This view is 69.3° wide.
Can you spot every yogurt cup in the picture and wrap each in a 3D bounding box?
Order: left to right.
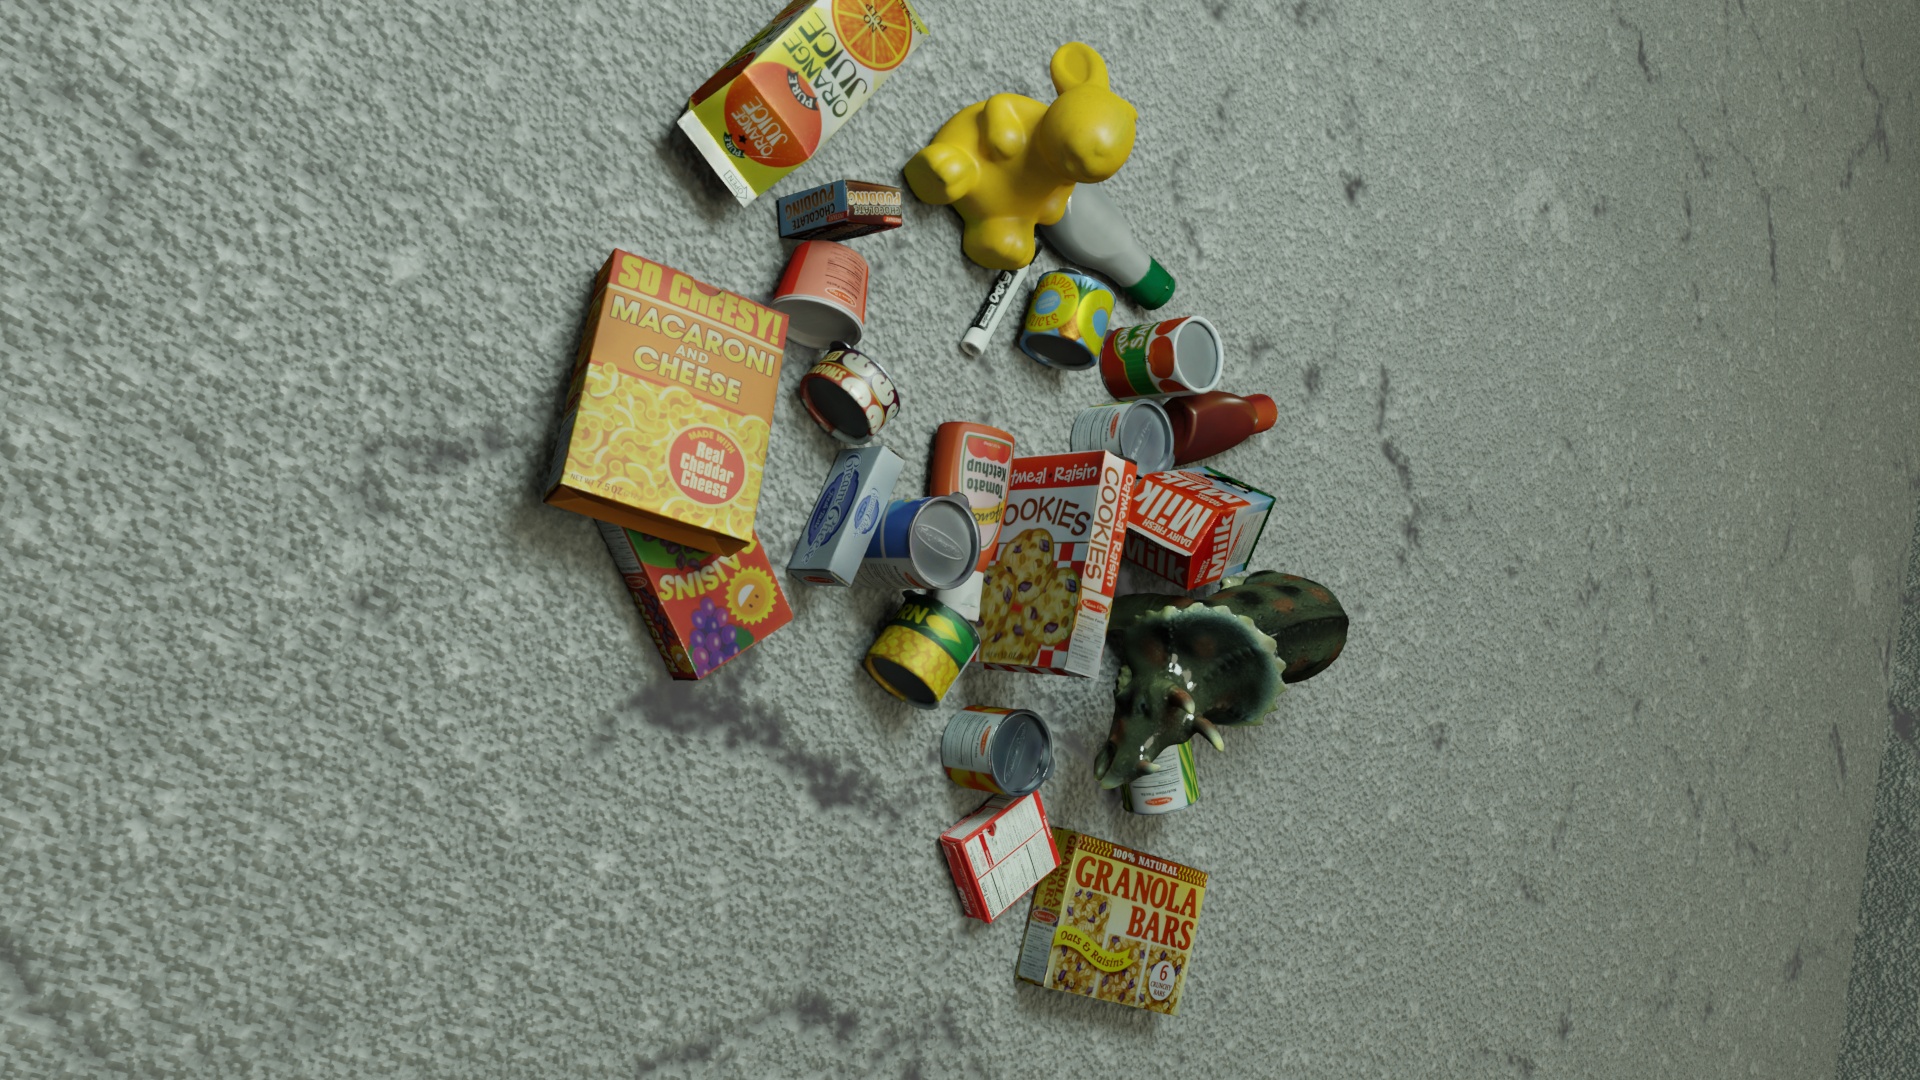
[{"bbox_3d":[-0.096,-0.173,0.969,0.072,0.072,0.054,27,63,-36],"label":"yogurt cup"}]

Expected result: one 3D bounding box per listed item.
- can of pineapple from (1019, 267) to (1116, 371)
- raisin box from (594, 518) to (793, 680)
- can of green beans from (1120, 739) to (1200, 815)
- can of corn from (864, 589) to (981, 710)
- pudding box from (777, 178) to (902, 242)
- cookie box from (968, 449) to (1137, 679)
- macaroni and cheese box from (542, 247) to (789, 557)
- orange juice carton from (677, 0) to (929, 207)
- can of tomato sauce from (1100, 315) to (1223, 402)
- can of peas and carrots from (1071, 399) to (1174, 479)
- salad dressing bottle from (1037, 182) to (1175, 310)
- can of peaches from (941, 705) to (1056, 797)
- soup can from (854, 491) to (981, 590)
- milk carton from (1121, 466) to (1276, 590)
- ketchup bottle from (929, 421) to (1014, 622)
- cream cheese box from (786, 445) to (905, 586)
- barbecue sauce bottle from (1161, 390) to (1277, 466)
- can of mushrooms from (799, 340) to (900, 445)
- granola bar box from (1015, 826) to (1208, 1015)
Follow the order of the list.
[{"bbox_3d":[0.085,-0.177,1.118,0.071,0.071,0.058,29,71,-36],"label":"can of pineapple"},{"bbox_3d":[-0.174,0.018,0.912,0.086,0.040,0.123,-34,109,-37],"label":"raisin box"},{"bbox_3d":[0.165,0.193,1.174,0.071,0.071,0.057,-16,99,-39],"label":"can of green beans"},{"bbox_3d":[-0.030,0.080,1.014,0.071,0.071,0.058,50,60,-27],"label":"can of corn"},{"bbox_3d":[-0.084,-0.229,0.967,0.050,0.083,0.030,-5,95,-41],"label":"pudding box"},{"bbox_3d":[0.064,0.017,1.058,0.040,0.123,0.168,22,75,-39],"label":"cookie box"},{"bbox_3d":[-0.180,-0.087,0.875,0.124,0.040,0.167,19,64,-28],"label":"macaroni and cheese box"},{"bbox_3d":[-0.113,-0.314,0.952,0.071,0.073,0.193,51,59,-27],"label":"orange juice carton"},{"bbox_3d":[0.170,-0.155,1.179,0.071,0.083,0.071,1,88,-40],"label":"can of tomato sauce"},{"bbox_3d":[0.137,-0.082,1.164,0.071,0.058,0.071,1,89,-41],"label":"can of peas and carrots"},{"bbox_3d":[0.124,-0.248,1.170,0.147,0.044,0.064,34,66,-35],"label":"salad dressing bottle"},{"bbox_3d":[0.029,0.162,1.066,0.071,0.058,0.071,2,87,-41],"label":"can of peaches"},{"bbox_3d":[-0.036,0.000,1.000,0.071,0.083,0.071,1,88,-40],"label":"soup can"},{"bbox_3d":[0.189,-0.012,1.144,0.191,0.072,0.073,-11,125,-61],"label":"milk carton"},{"bbox_3d":[0.004,-0.013,1.060,0.065,0.043,0.149,13,81,-39],"label":"ketchup bottle"},{"bbox_3d":[-0.081,-0.018,0.982,0.024,0.053,0.104,37,66,-36],"label":"cream cheese box"},{"bbox_3d":[0.232,-0.106,1.249,0.149,0.044,0.064,-15,136,-45],"label":"barbecue sauce bottle"},{"bbox_3d":[-0.079,-0.103,0.978,0.033,0.071,0.071,-49,118,-28],"label":"can of mushrooms"},{"bbox_3d":[0.128,0.318,1.156,0.165,0.039,0.124,25,73,-37],"label":"granola bar box"}]
